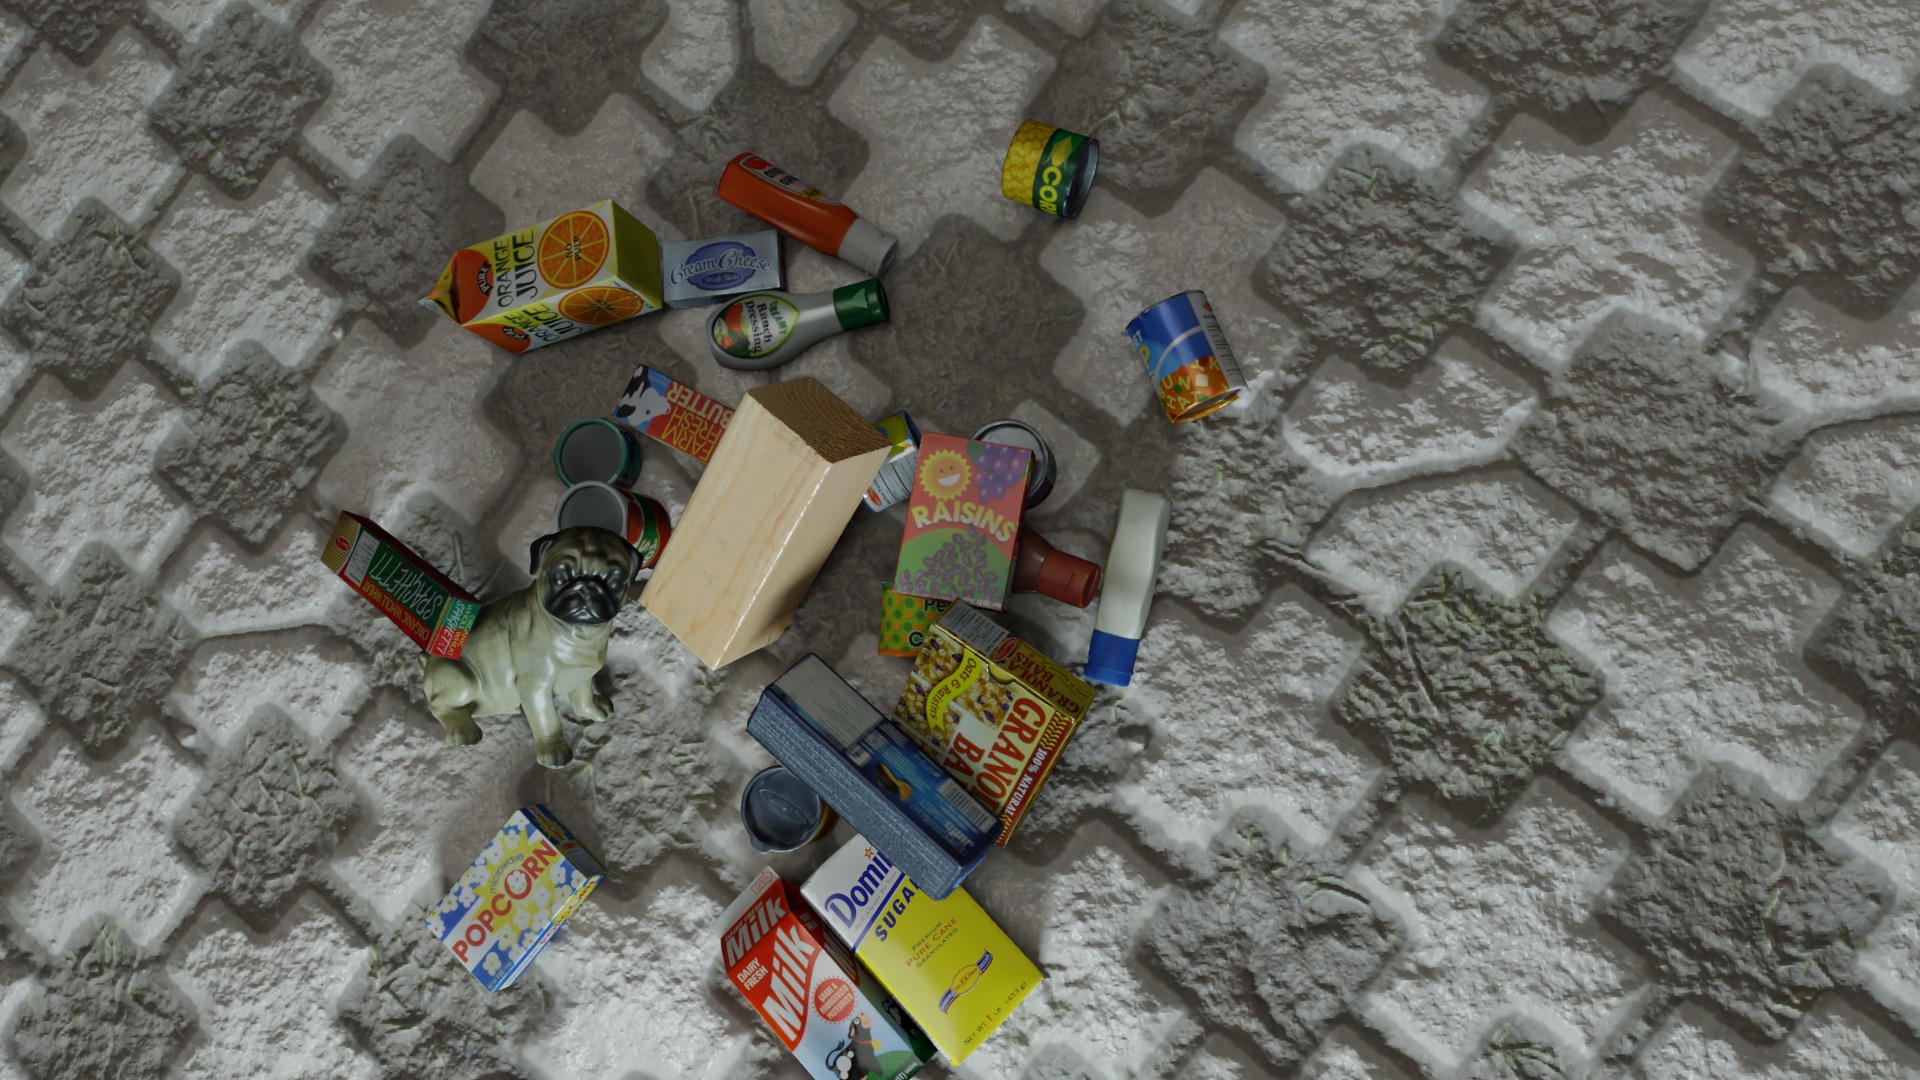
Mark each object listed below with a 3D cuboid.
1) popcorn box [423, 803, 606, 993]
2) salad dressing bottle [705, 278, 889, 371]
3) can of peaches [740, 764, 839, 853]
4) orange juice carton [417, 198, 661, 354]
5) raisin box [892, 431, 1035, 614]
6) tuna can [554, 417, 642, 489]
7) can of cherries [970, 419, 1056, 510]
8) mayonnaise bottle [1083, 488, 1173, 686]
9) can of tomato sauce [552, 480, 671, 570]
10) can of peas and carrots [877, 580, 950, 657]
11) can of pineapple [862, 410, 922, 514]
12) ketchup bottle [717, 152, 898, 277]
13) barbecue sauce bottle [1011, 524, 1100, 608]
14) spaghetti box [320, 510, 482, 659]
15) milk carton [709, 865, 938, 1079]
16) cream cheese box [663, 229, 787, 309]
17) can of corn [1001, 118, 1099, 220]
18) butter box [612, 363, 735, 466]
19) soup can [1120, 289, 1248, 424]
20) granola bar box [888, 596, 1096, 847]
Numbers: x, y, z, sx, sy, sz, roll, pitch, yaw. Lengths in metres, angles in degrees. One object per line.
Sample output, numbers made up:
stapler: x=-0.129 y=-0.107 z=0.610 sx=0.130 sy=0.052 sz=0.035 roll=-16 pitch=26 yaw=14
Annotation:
popcorn box: x=-0.365 y=0.292 z=1.137 sx=0.085 sy=0.038 sz=0.126 roll=41 pitch=92 yaw=13
salad dressing bottle: x=-0.134 y=-0.181 z=1.145 sx=0.147 sy=0.044 sz=0.064 roll=-13 pitch=83 yaw=9
can of peaches: x=-0.133 y=0.210 z=1.091 sx=0.071 sy=0.058 sz=0.071 roll=-1 pitch=84 yaw=11
orange juice carton: x=-0.355 y=-0.214 z=1.169 sx=0.192 sy=0.071 sz=0.073 roll=-14 pitch=73 yaw=16
raisin box: x=0.004 y=-0.013 z=1.036 sx=0.086 sy=0.040 sz=0.123 roll=10 pitch=84 yaw=8
tuna can: x=-0.306 y=-0.072 z=1.172 sx=0.071 sy=0.033 sz=0.071 roll=-1 pitch=84 yaw=11
can of cherries: x=0.037 y=-0.057 z=1.089 sx=0.071 sy=0.058 sz=0.071 roll=-1 pitch=84 yaw=11
mayonnaise bottle: x=0.127 y=0.036 z=1.060 sx=0.041 sy=0.065 sz=0.148 roll=13 pitch=90 yaw=12
can of tomato sauce: x=-0.283 y=-0.010 z=1.134 sx=0.071 sy=0.083 sz=0.071 roll=-1 pitch=83 yaw=11
can of peas and carrots: x=-0.029 y=0.063 z=1.082 sx=0.071 sy=0.071 sz=0.059 roll=3 pitch=85 yaw=12
can of pineapple: x=-0.057 y=-0.064 z=1.105 sx=0.058 sy=0.071 sz=0.071 roll=-26 pitch=79 yaw=7
ketchup bottle: x=-0.124 y=-0.267 z=1.147 sx=0.149 sy=0.065 sz=0.043 roll=30 pitch=113 yaw=4
barbecue sauce bottle: x=0.035 y=0.012 z=1.077 sx=0.149 sy=0.043 sz=0.065 roll=20 pitch=92 yaw=23
spaghetti box: x=-0.458 y=0.033 z=1.127 sx=0.250 sy=0.028 sz=0.050 roll=23 pitch=89 yaw=45
milk carton: x=-0.107 y=0.343 z=1.063 sx=0.191 sy=0.073 sz=0.072 roll=44 pitch=94 yaw=13
cream cheese box: x=-0.199 y=-0.229 z=1.174 sx=0.104 sy=0.024 sz=0.053 roll=-5 pitch=81 yaw=10
can of corn: x=0.070 y=-0.294 z=1.105 sx=0.058 sy=0.071 sz=0.071 roll=22 pitch=88 yaw=14
butter box: x=-0.235 y=-0.103 z=1.166 sx=0.103 sy=0.024 sz=0.053 roll=26 pitch=90 yaw=13
soup can: x=0.172 y=-0.139 z=1.069 sx=0.071 sy=0.071 sz=0.084 roll=-24 pitch=80 yaw=8
granola bar box: x=0.014 y=0.138 z=1.030 sx=0.124 sy=0.039 sz=0.164 roll=34 pitch=133 yaw=12
